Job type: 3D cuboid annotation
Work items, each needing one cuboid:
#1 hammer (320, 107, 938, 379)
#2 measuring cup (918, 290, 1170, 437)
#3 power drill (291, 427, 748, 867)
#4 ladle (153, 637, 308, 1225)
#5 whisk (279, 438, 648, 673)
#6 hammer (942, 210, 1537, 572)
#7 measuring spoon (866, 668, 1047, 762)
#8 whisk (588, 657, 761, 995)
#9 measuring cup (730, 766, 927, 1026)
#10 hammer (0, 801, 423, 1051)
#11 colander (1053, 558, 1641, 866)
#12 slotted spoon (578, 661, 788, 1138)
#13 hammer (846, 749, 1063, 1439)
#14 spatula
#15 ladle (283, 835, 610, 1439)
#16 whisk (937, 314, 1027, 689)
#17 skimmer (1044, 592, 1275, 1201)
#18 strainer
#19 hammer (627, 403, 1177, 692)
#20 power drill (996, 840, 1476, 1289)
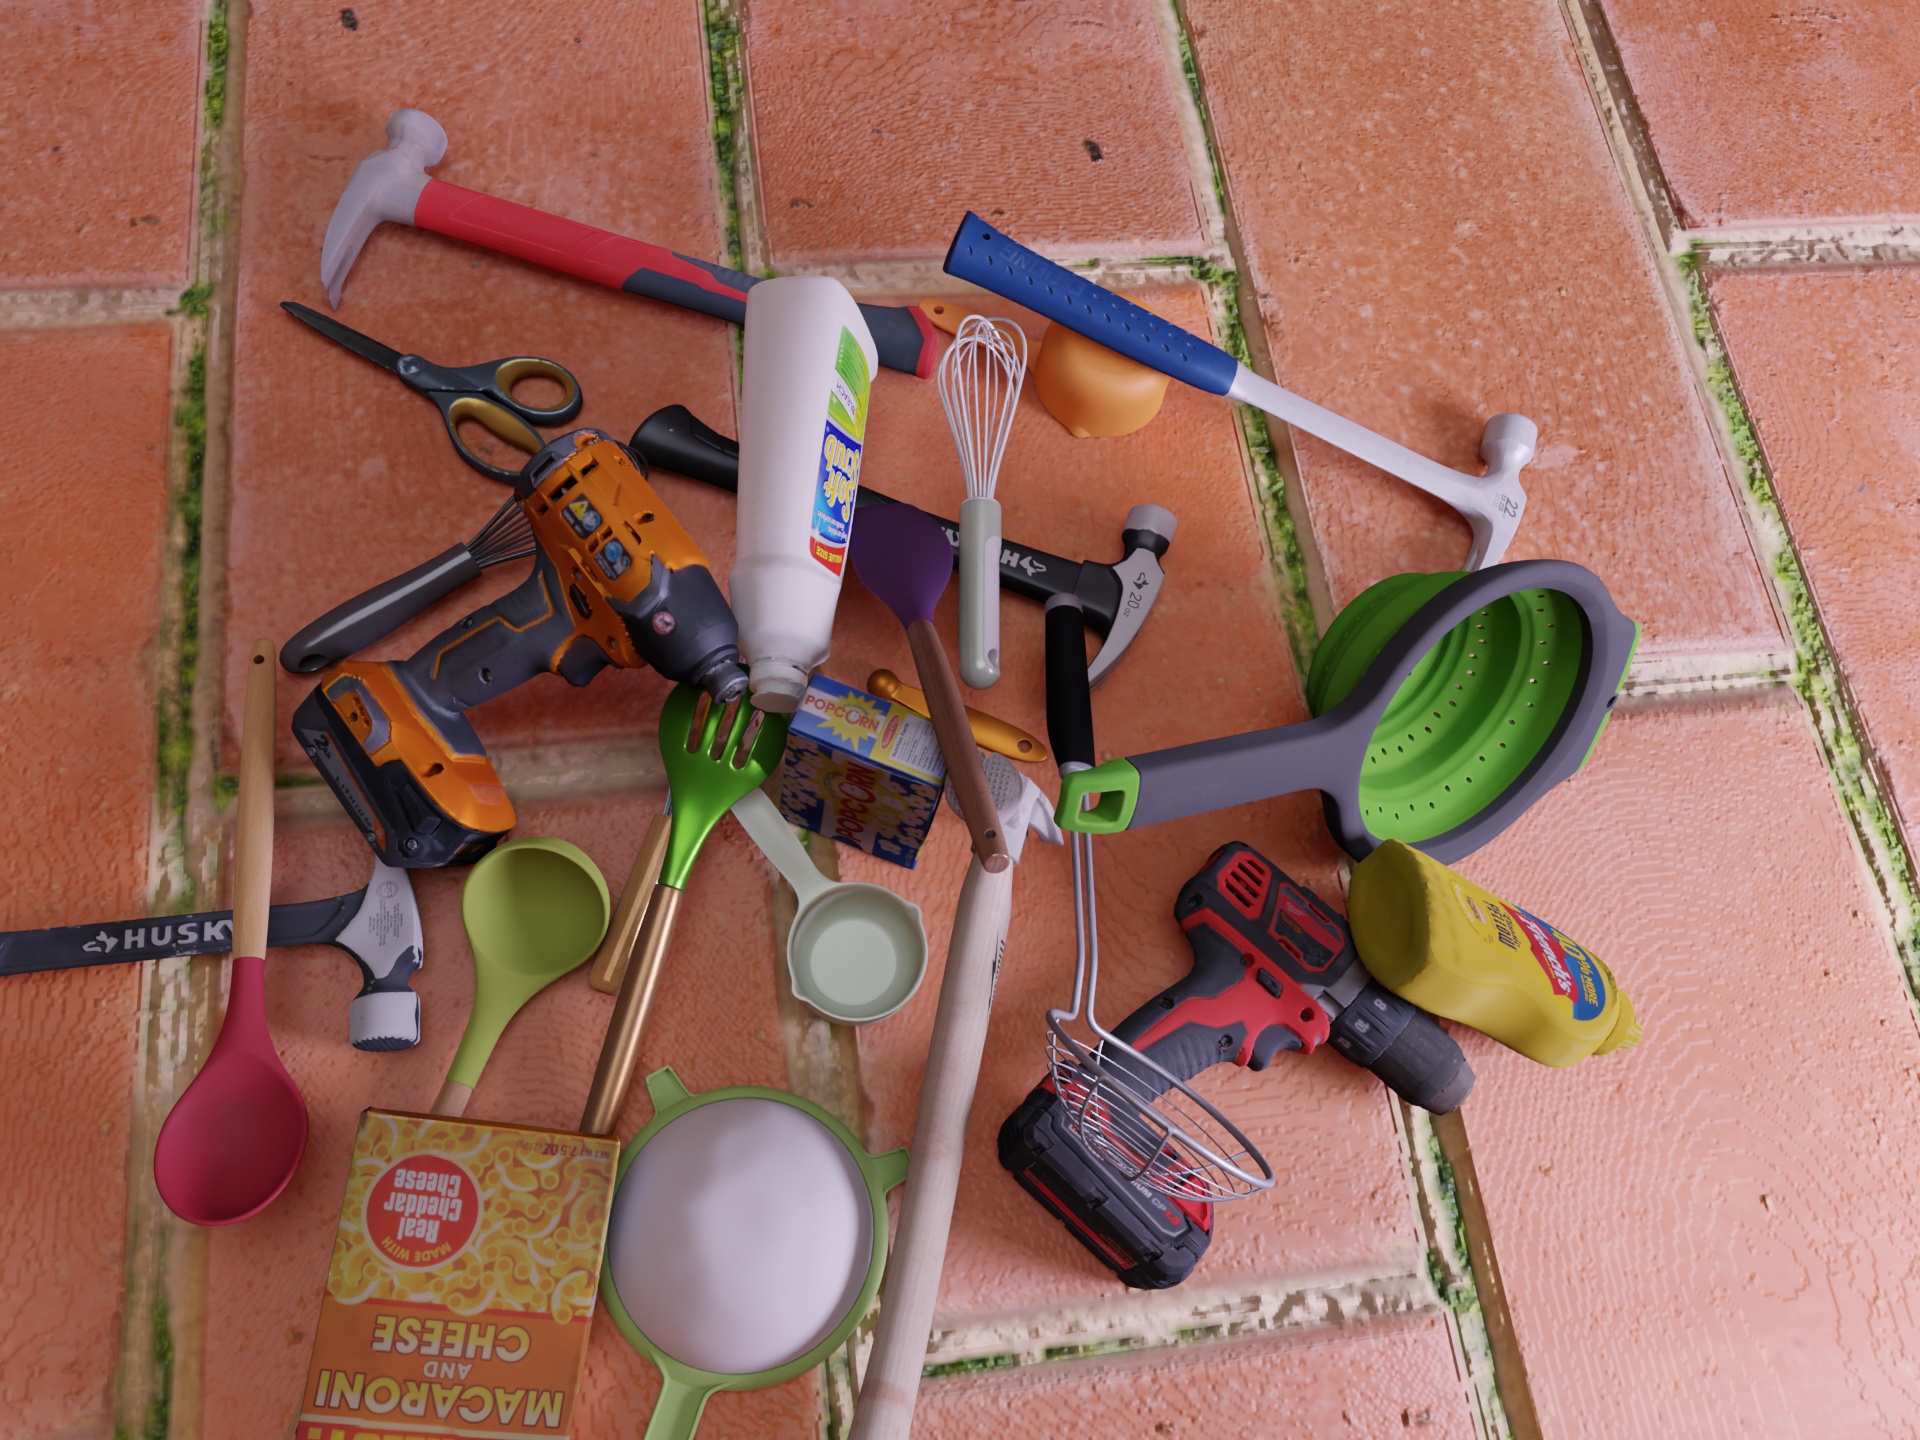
[{"bbox_3d":[-0.205,-0.275,1.016,0.386,0.038,0.143,17,68,0],"label":"hammer"},{"bbox_3d":[0.056,-0.250,1.029,0.173,0.052,0.095,22,67,0],"label":"measuring cup"},{"bbox_3d":[-0.224,-0.021,0.837,0.226,0.084,0.164,-42,77,9],"label":"power drill"},{"bbox_3d":[-0.364,0.098,0.812,0.069,0.031,0.316,-4,64,-11],"label":"ladle"},{"bbox_3d":[-0.288,-0.095,0.929,0.239,0.055,0.055,-34,76,-15],"label":"whisk"},{"bbox_3d":[0.177,-0.205,0.994,0.405,0.035,0.144,23,68,-11],"label":"hammer"},{"bbox_3d":[-0.001,-0.003,0.944,0.117,0.011,0.021,24,67,3],"label":"measuring spoon"},{"bbox_3d":[-0.154,0.038,0.898,0.047,0.051,0.245,6,67,33],"label":"whisk"},{"bbox_3d":[-0.084,0.095,0.879,0.083,0.038,0.168,-34,75,-18],"label":"measuring cup"},{"bbox_3d":[-0.491,0.115,0.823,0.409,0.036,0.149,-4,67,-9],"label":"hammer"},{"bbox_3d":[0.200,-0.007,0.876,0.397,0.204,0.095,-9,36,-30],"label":"colander"},{"bbox_3d":[-0.159,0.114,0.843,0.070,0.031,0.314,17,78,-9],"label":"slotted spoon"},{"bbox_3d":[-0.011,0.229,0.810,0.038,0.146,0.411,8,76,17],"label":"hammer"},{"bbox_3d":[-0.014,-0.033,0.838,0.059,0.018,0.316,-7,40,-9],"label":"spatula"},{"bbox_3d":[-0.265,0.208,0.803,0.078,0.062,0.320,23,69,-6],"label":"ladle"},{"bbox_3d":[0.013,-0.134,0.946,0.059,0.057,0.246,-10,68,26],"label":"whisk"},{"bbox_3d":[0.088,0.069,0.816,0.127,0.090,0.364,33,42,-39],"label":"skimmer"},{"bbox_3d":[-0.125,0.299,0.774,0.151,0.069,0.256,19,65,1],"label":"strainer"},{"bbox_3d":[-0.043,-0.116,0.973,0.335,0.035,0.146,20,66,1],"label":"hammer"},{"bbox_3d":[0.151,0.196,0.850,0.188,0.080,0.227,42,66,10],"label":"power drill"}]
